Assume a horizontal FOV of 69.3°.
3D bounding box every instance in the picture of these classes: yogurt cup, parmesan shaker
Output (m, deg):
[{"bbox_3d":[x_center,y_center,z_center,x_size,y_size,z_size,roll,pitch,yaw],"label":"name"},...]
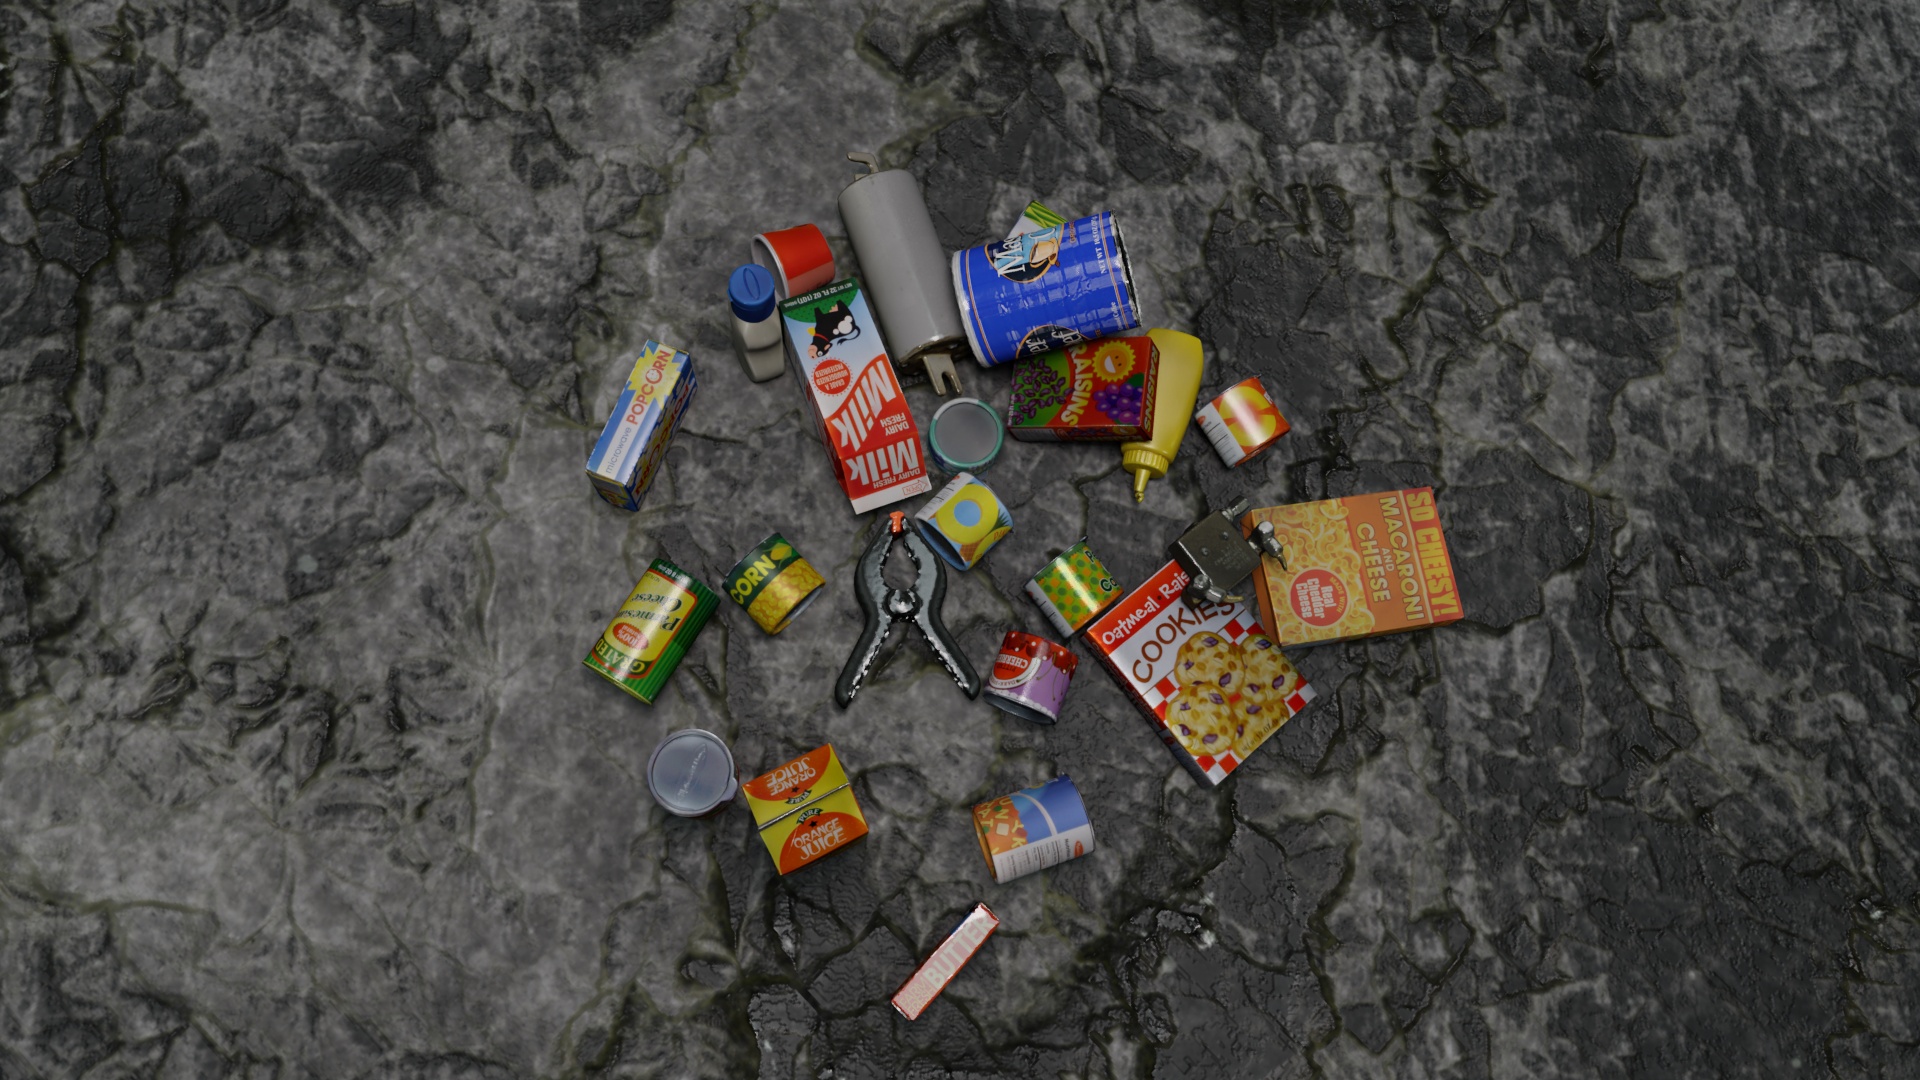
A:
[{"bbox_3d":[-0.146,-0.246,1.228,0.054,0.072,0.072,-25,80,-19],"label":"yogurt cup"},{"bbox_3d":[-0.253,0.073,1.134,0.071,0.071,0.103,31,75,2],"label":"parmesan shaker"}]

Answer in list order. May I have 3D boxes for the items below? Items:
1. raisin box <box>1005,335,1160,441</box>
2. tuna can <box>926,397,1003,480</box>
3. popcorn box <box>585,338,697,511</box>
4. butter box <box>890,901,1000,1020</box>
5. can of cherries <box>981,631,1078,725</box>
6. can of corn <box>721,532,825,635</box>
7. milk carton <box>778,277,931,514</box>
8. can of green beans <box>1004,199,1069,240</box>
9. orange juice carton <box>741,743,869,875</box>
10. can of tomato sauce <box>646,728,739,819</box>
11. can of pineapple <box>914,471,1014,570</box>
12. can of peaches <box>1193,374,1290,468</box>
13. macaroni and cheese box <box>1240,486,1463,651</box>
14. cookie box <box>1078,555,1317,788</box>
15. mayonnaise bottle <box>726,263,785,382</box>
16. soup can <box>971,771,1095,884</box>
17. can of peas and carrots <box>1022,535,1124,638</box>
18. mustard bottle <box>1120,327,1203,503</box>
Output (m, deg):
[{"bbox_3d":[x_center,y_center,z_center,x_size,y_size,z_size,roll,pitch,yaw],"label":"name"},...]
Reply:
[{"bbox_3d":[0.107,-0.131,1.212,0.123,0.040,0.086,1,73,23],"label":"raisin box"},{"bbox_3d":[0.005,-0.088,1.219,0.071,0.032,0.071,1,75,-5],"label":"tuna can"},{"bbox_3d":[-0.266,-0.095,1.165,0.038,0.085,0.127,22,75,1],"label":"popcorn box"},{"bbox_3d":[-0.012,0.332,1.099,0.024,0.053,0.104,43,76,7],"label":"butter box"},{"bbox_3d":[0.057,0.113,1.154,0.071,0.071,0.058,23,75,0],"label":"can of cherries"},{"bbox_3d":[-0.155,0.037,1.150,0.058,0.071,0.071,45,76,5],"label":"can of corn"},{"bbox_3d":[-0.091,-0.120,1.196,0.072,0.073,0.191,-19,79,-11],"label":"milk carton"},{"bbox_3d":[0.073,-0.264,1.254,0.058,0.071,0.071,33,75,2],"label":"can of green beans"},{"bbox_3d":[-0.115,0.205,1.048,0.072,0.192,0.073,-24,79,-10],"label":"orange juice carton"},{"bbox_3d":[-0.208,0.187,1.100,0.071,0.083,0.071,1,76,-6],"label":"can of tomato sauce"},{"bbox_3d":[0.004,-0.015,1.183,0.058,0.071,0.071,-43,84,-13],"label":"can of pineapple"},{"bbox_3d":[0.252,-0.106,1.232,0.071,0.071,0.058,-30,81,-12],"label":"can of peaches"},{"bbox_3d":[0.343,0.024,1.222,0.167,0.040,0.124,-8,76,-7],"label":"macaroni and cheese box"},{"bbox_3d":[0.201,0.107,1.186,0.123,0.040,0.167,-38,83,-15],"label":"cookie box"},{"bbox_3d":[-0.172,-0.185,1.165,0.041,0.147,0.065,-19,79,-10],"label":"mayonnaise bottle"},{"bbox_3d":[0.058,0.232,1.127,0.084,0.071,0.071,-17,78,-9],"label":"soup can"},{"bbox_3d":[0.098,0.040,1.178,0.071,0.070,0.059,-37,83,-13],"label":"can of peas and carrots"},{"bbox_3d":[0.172,-0.108,1.233,0.065,0.048,0.160,15,76,2],"label":"mustard bottle"}]
